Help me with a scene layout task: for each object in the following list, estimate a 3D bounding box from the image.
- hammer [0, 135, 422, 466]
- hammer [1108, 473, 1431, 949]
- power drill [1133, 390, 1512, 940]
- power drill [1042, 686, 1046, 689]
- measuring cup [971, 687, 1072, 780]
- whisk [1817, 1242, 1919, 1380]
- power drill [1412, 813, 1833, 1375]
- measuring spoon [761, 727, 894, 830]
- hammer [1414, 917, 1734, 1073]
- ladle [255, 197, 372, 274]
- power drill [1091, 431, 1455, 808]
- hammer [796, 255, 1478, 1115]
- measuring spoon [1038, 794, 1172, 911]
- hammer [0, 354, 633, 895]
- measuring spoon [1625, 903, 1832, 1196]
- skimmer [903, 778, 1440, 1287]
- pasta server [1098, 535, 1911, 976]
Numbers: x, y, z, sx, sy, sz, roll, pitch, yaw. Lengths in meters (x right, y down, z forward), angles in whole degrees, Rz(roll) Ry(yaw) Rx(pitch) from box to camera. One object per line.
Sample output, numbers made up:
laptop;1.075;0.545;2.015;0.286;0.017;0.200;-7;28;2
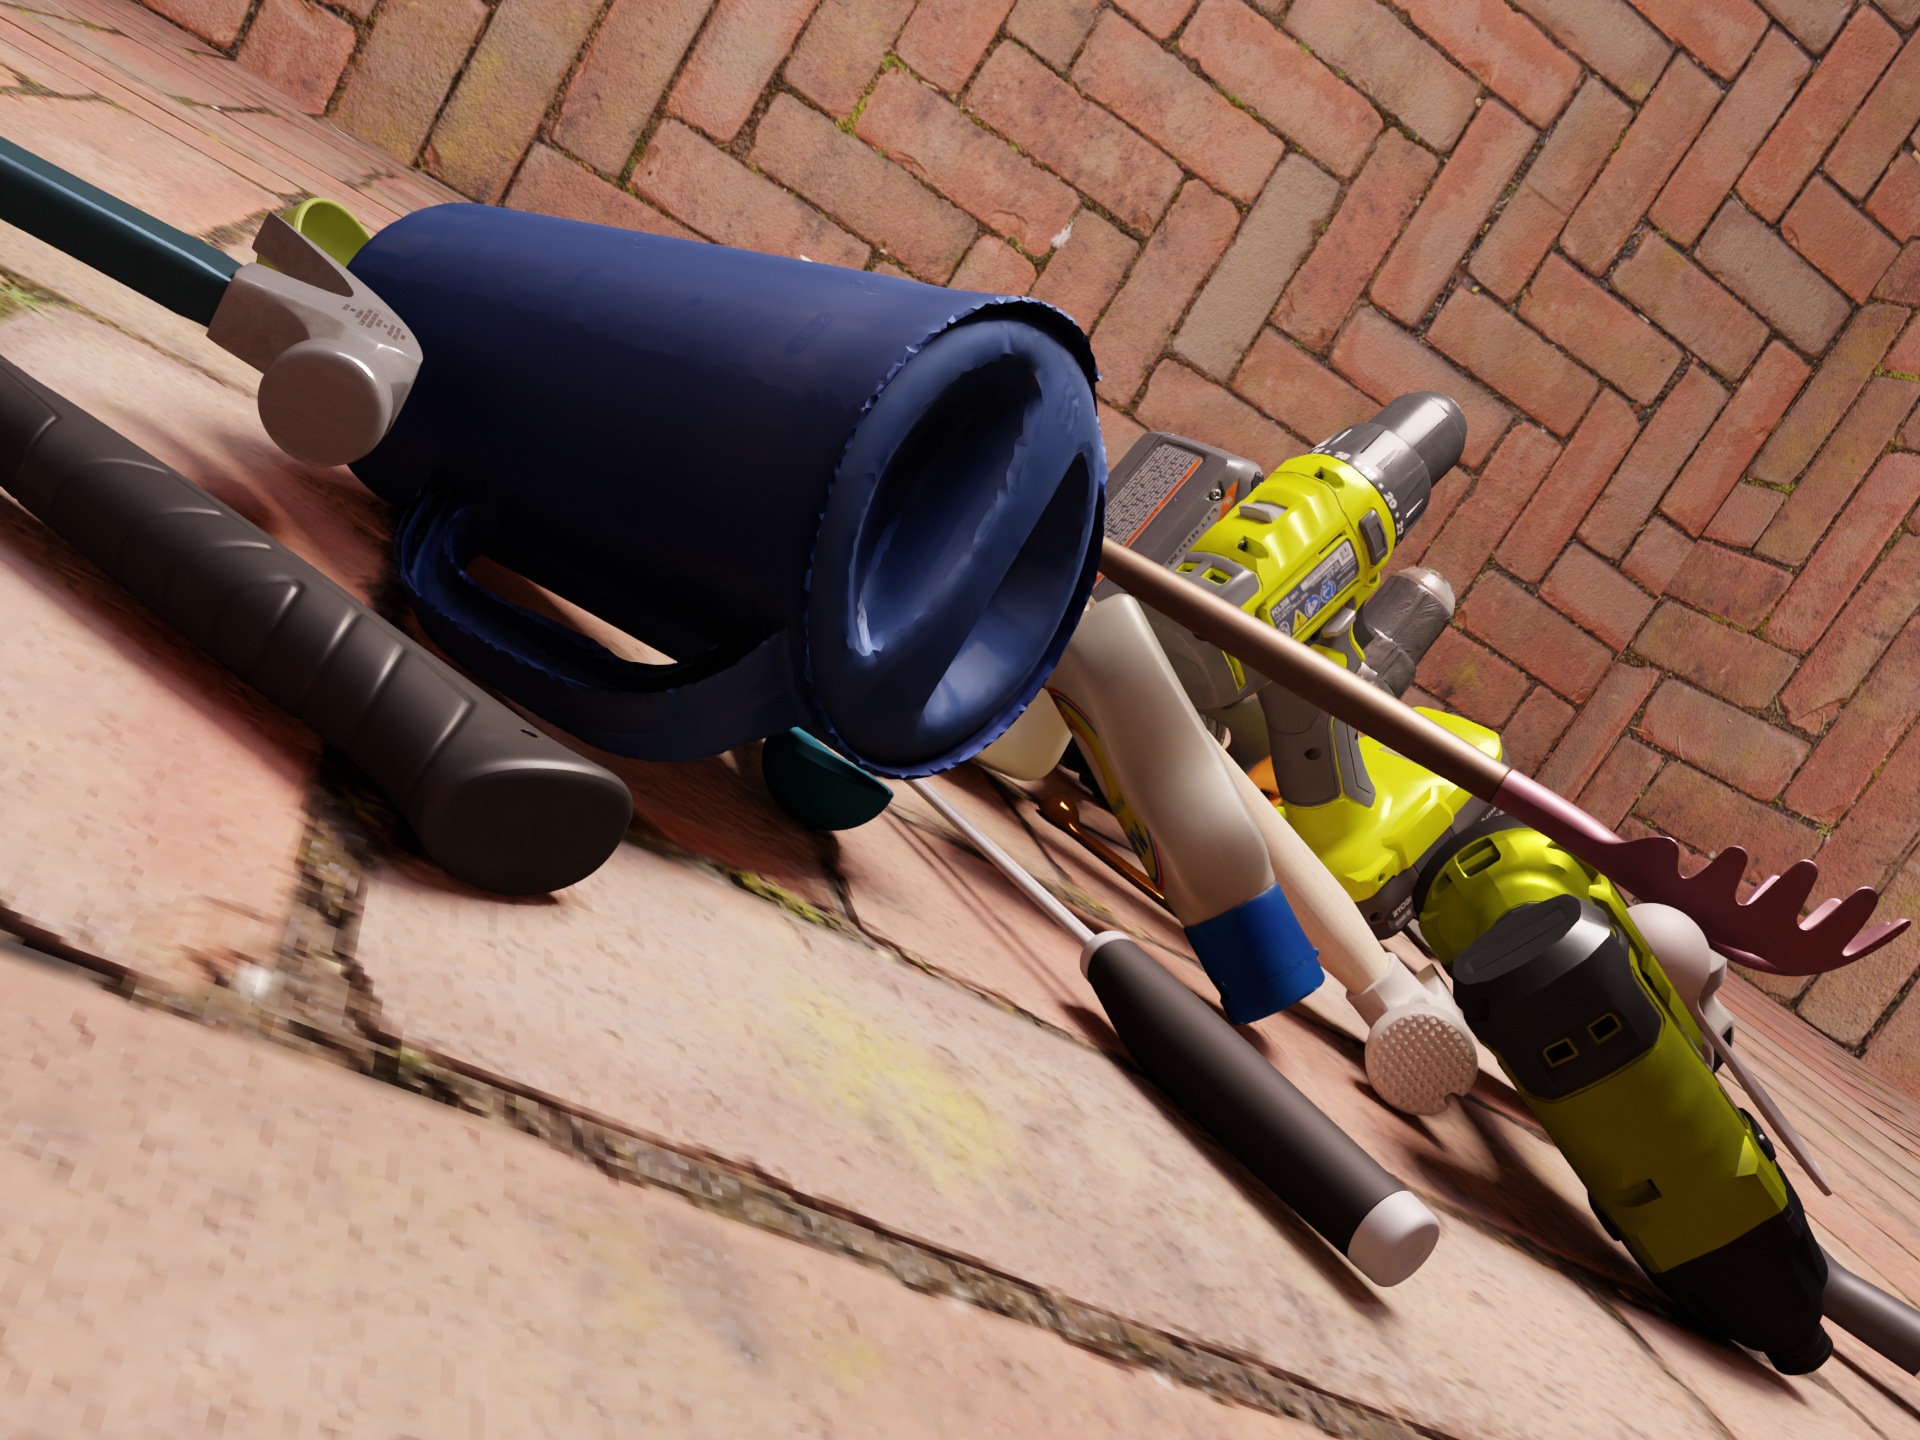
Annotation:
hammer;-0.290;-0.162;0.382;0.330;0.033;0.128;27;13;-21
hammer;0.168;-0.025;0.948;0.386;0.038;0.143;50;5;-14
power drill;0.190;-0.025;0.758;0.080;0.190;0.228;26;-29;50
power drill;-0.040;-0.080;0.837;0.226;0.080;0.188;15;12;-47
measuring cup;-0.001;-0.002;0.714;0.083;0.038;0.167;27;-6;-12
whisk;0.388;0.253;0.569;0.285;0.070;0.070;31;8;31
power drill;0.245;0.127;0.602;0.171;0.080;0.223;55;14;-2
measuring spoon;-0.061;0.010;0.511;0.042;0.021;0.129;26;2;-29
hammer;0.252;0.097;0.852;0.332;0.031;0.129;30;-31;46
ladle;-0.156;-0.108;0.678;0.320;0.062;0.078;33;20;-6
power drill;0.157;-0.051;0.822;0.226;0.185;0.084;44;-5;-37
hammer;0.059;-0.025;0.648;0.411;0.038;0.146;50;11;7
measuring spoon;0.080;0.065;0.665;0.117;0.011;0.021;36;11;24
hammer;-0.210;-0.066;0.359;0.335;0.035;0.146;34;11;12
measuring spoon;0.259;0.107;0.523;0.124;0.018;0.034;52;18;-10
skimmer;0.026;0.017;0.503;0.127;0.090;0.364;26;11;-45
pasta server;0.177;0.003;0.582;0.316;0.040;0.060;33;2;21
